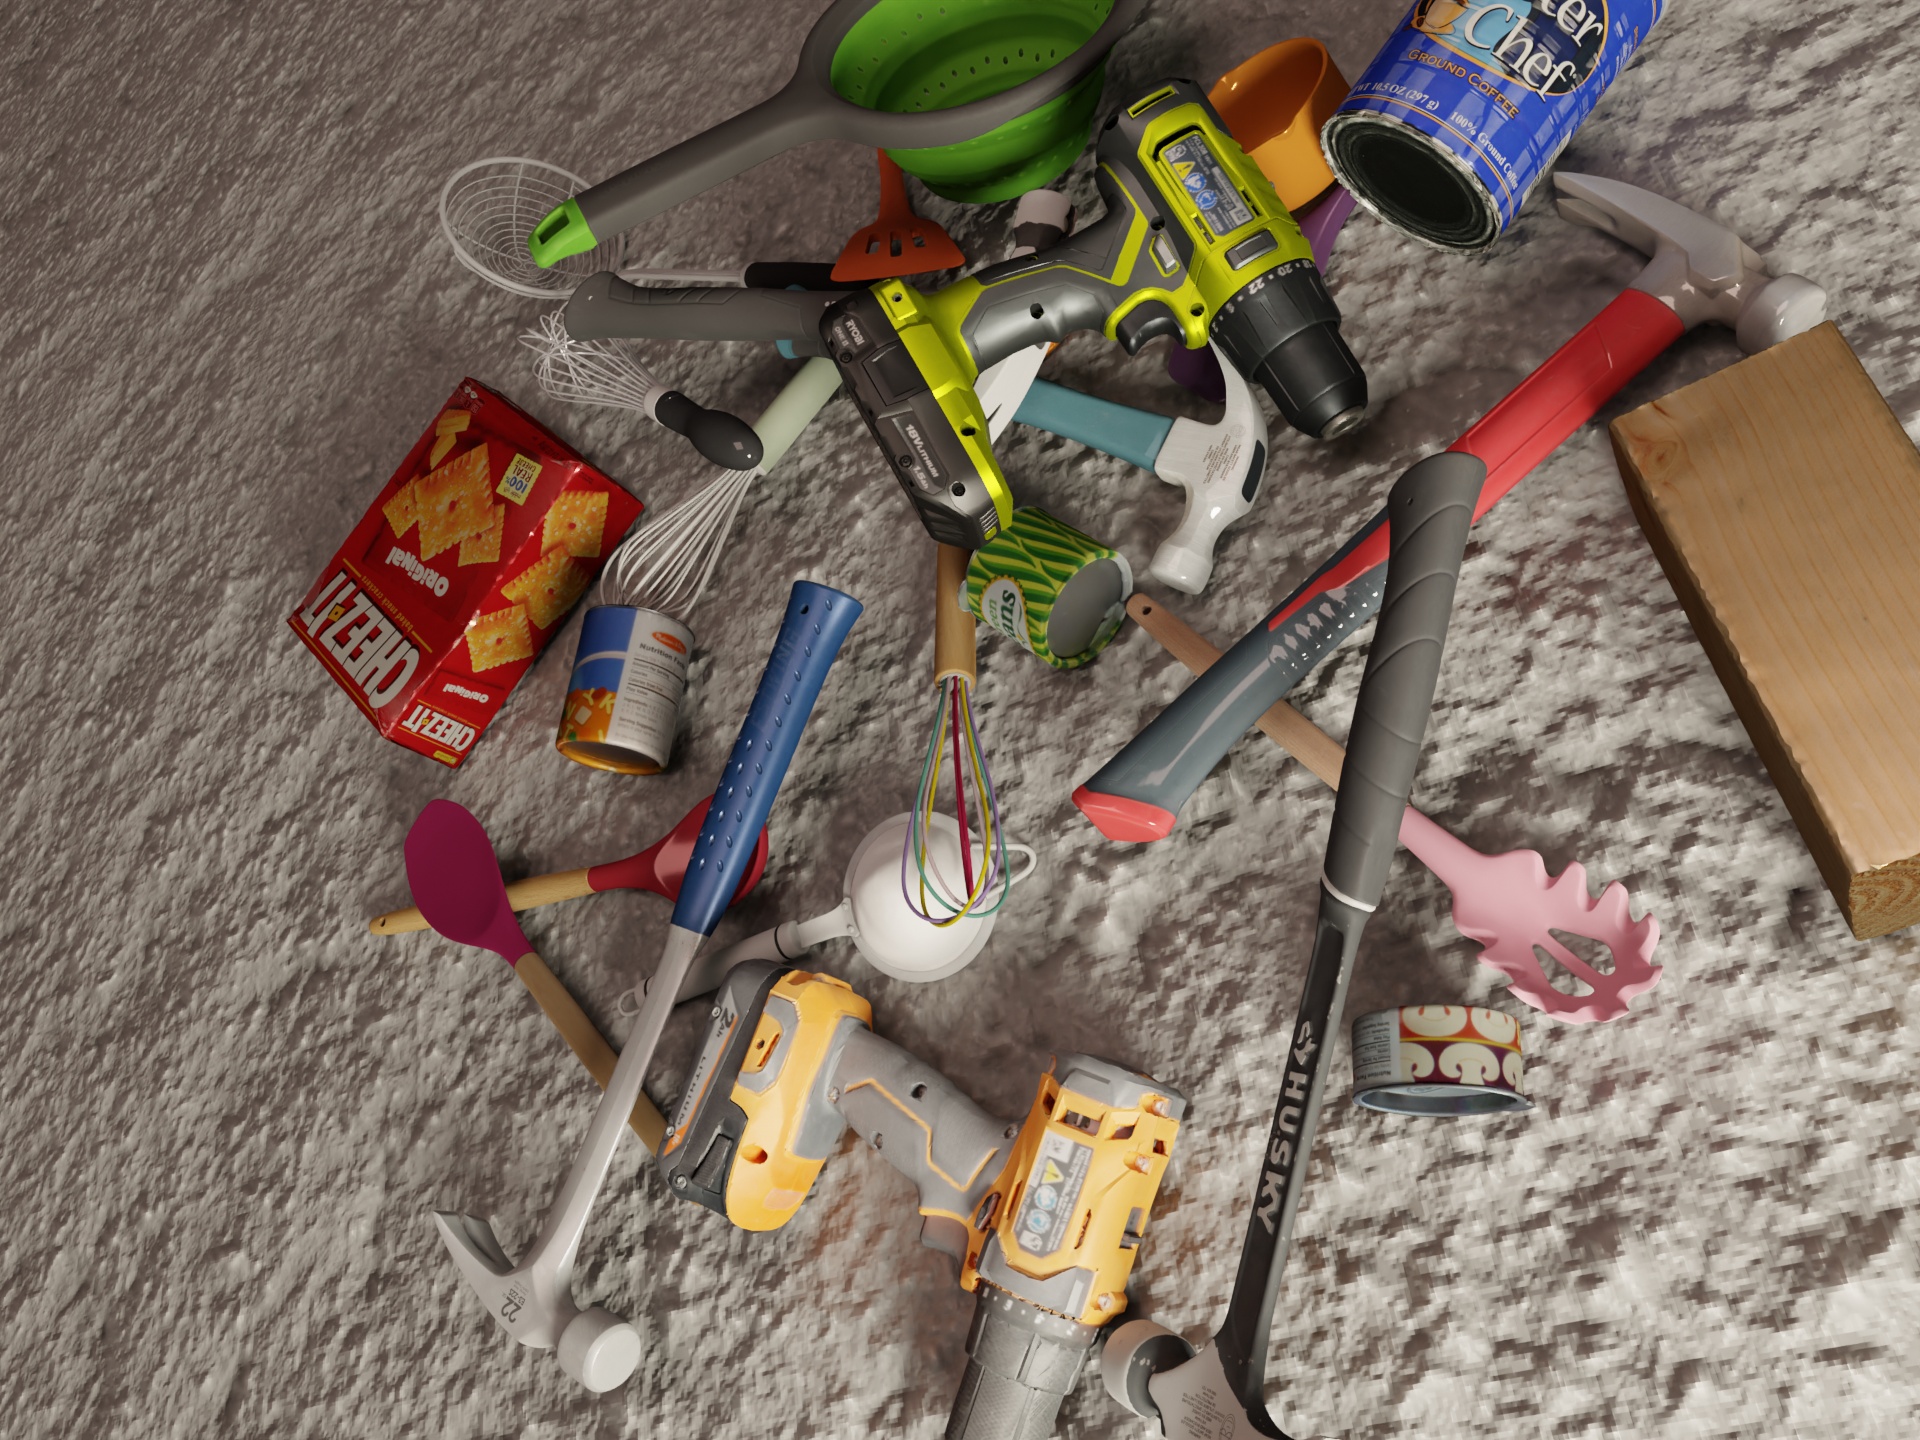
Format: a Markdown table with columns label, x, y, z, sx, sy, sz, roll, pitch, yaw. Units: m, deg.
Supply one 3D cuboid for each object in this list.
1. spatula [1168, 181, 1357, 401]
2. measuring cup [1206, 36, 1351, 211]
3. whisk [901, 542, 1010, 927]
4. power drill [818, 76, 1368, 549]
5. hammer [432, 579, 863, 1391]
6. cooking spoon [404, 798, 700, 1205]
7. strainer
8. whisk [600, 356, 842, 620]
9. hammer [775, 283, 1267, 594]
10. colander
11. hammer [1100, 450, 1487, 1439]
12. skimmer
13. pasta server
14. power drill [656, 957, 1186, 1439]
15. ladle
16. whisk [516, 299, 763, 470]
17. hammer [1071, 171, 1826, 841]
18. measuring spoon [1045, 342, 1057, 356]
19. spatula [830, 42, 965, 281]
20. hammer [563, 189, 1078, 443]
| label | x | y | z | sx | sy | sz | roll | pitch | yaw |
| --- | --- | --- | --- | --- | --- | --- | --- | --- | --- |
| spatula | 0.220 | -0.300 | 0.840 | 0.316 | 0.018 | 0.060 | -50 | 54 | 4 |
| measuring cup | 0.139 | -0.283 | 0.857 | 0.173 | 0.052 | 0.095 | -42 | 36 | 17 |
| whisk | 0.000 | -0.003 | 0.806 | 0.051 | 0.047 | 0.245 | 6 | 52 | -7 |
| power drill | 0.066 | -0.181 | 0.772 | 0.228 | 0.080 | 0.191 | -29 | 78 | 0 |
| hammer | -0.149 | 0.117 | 0.823 | 0.144 | 0.035 | 0.405 | 14 | 78 | 38 |
| cooking spoon | -0.230 | 0.152 | 0.891 | 0.319 | 0.017 | 0.068 | 42 | 102 | 32 |
| strainer | -0.081 | 0.112 | 0.825 | 0.258 | 0.050 | 0.087 | -24 | 73 | 24 |
| whisk | -0.133 | -0.152 | 0.972 | 0.058 | 0.059 | 0.246 | 39 | 87 | 0 |
| hammer | 0.020 | -0.182 | 0.876 | 0.331 | 0.033 | 0.128 | 26 | 88 | 31 |
| colander | -0.057 | -0.335 | 0.929 | 0.397 | 0.094 | 0.205 | -28 | 50 | -3 |
| hammer | 0.151 | 0.085 | 0.628 | 0.149 | 0.036 | 0.409 | -9 | 64 | 67 |
| skimmer | -0.192 | -0.323 | 1.053 | 0.363 | 0.090 | 0.127 | 13 | 44 | 32 |
| pasta server | 0.175 | 0.024 | 0.710 | 0.060 | 0.040 | 0.317 | -44 | 52 | -1 |
| power drill | -0.027 | 0.219 | 0.721 | 0.226 | 0.084 | 0.185 | 14 | 78 | 30 |
| ladle | -0.234 | 0.098 | 0.929 | 0.315 | 0.031 | 0.069 | -13 | 66 | 28 |
| whisk | -0.202 | -0.207 | 1.001 | 0.285 | 0.070 | 0.070 | 34 | 89 | 45 |
| hammer | 0.194 | -0.093 | 0.730 | 0.386 | 0.038 | 0.143 | -42 | 53 | 1 |
| measuring spoon | 0.065 | -0.241 | 0.910 | 0.117 | 0.011 | 0.021 | -46 | 53 | 5 |
| spatula | -0.048 | -0.393 | 1.028 | 0.081 | 0.041 | 0.323 | -7 | 61 | 2 |
| hammer | -0.098 | -0.228 | 0.914 | 0.335 | 0.035 | 0.146 | 9 | 79 | 30 |
